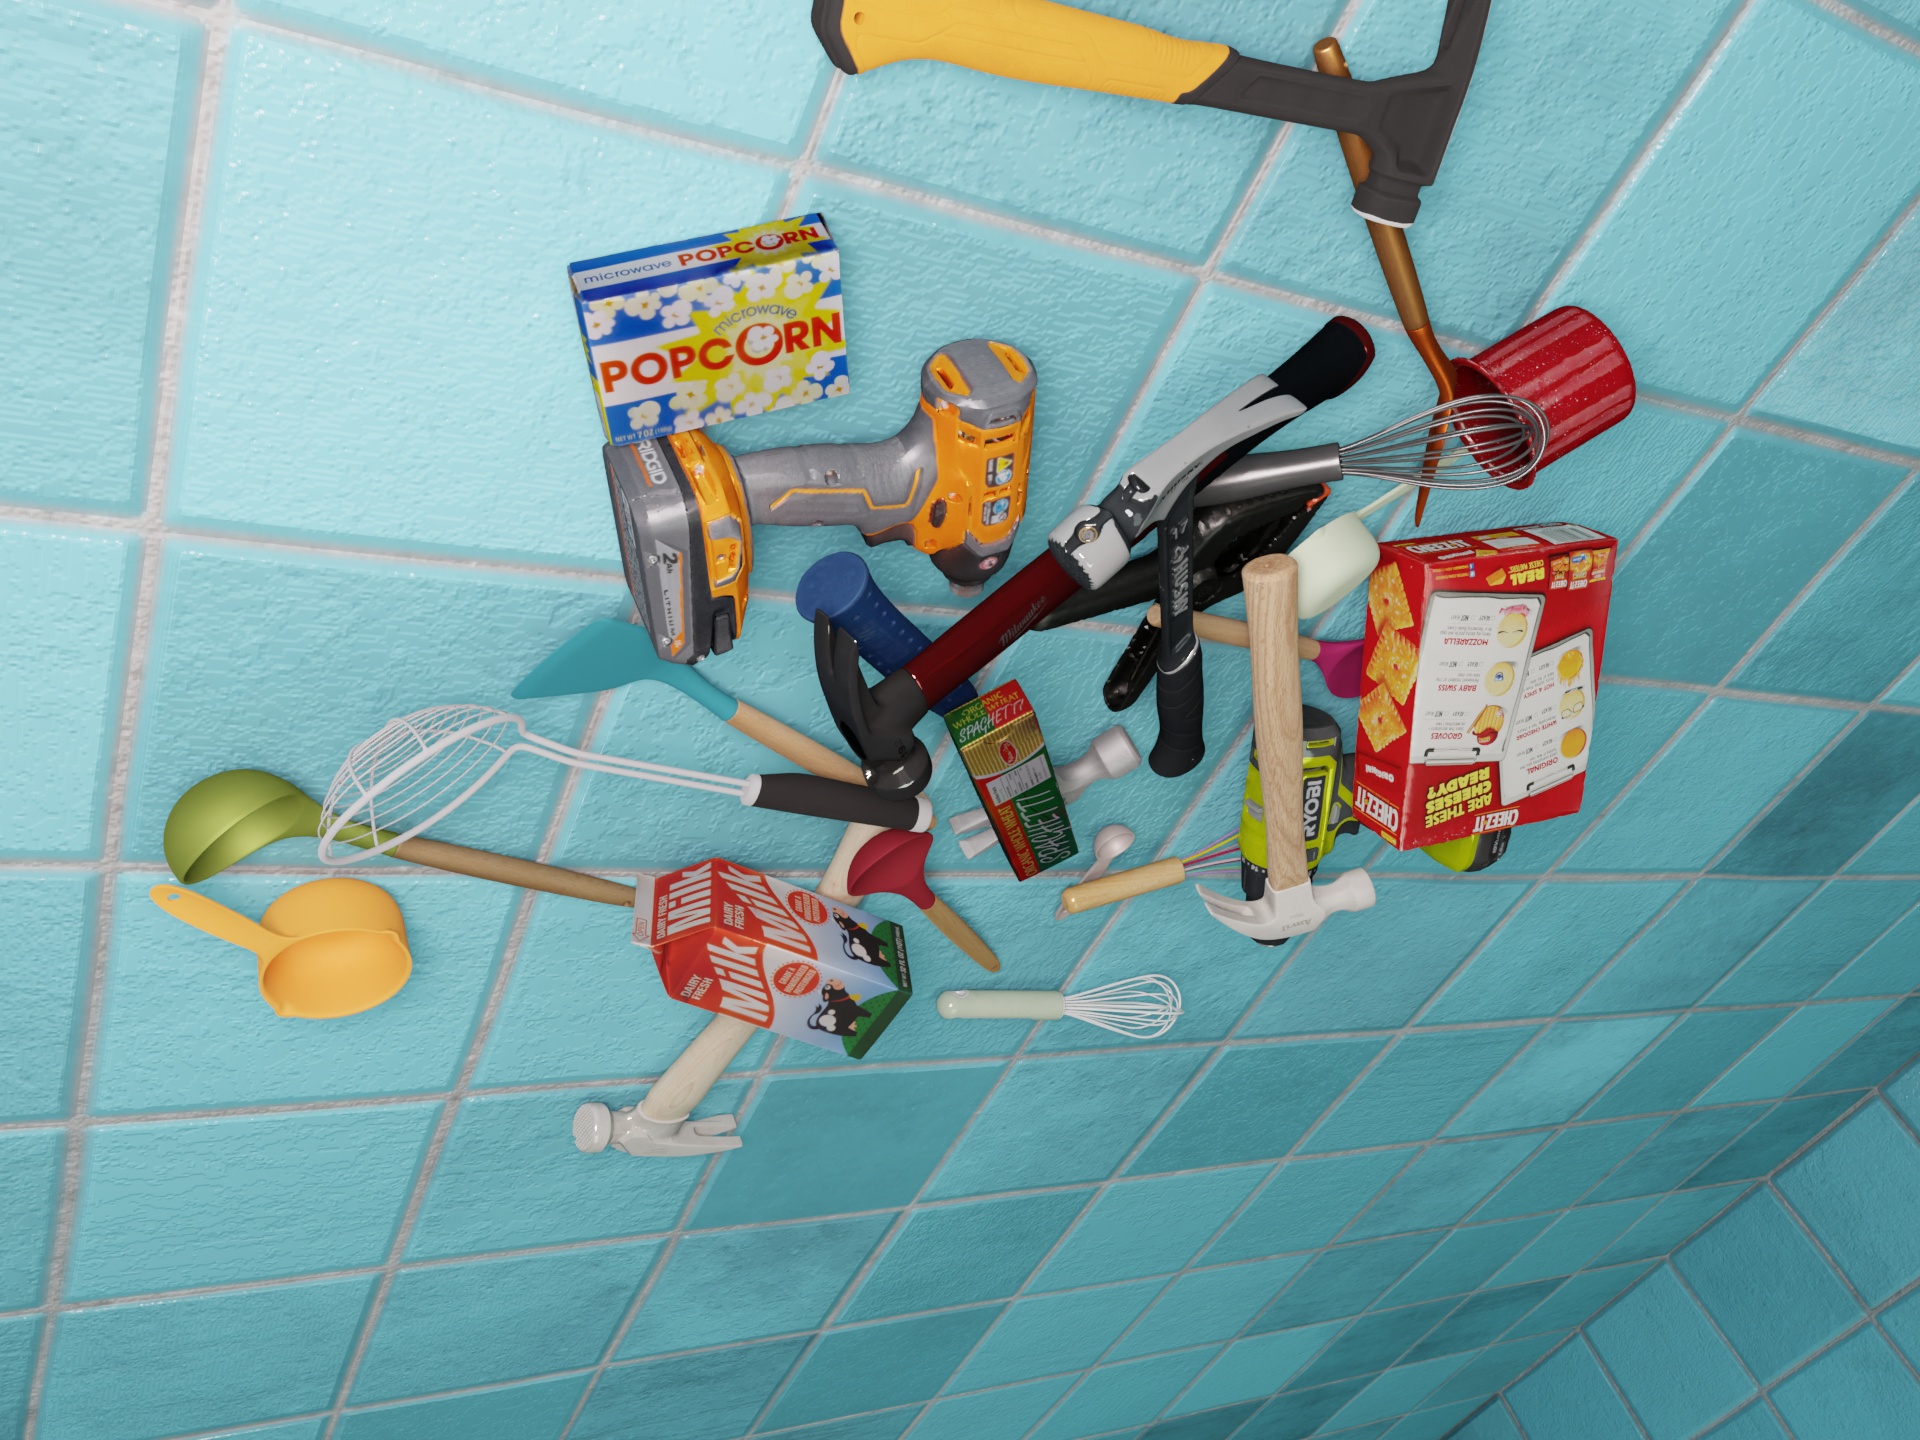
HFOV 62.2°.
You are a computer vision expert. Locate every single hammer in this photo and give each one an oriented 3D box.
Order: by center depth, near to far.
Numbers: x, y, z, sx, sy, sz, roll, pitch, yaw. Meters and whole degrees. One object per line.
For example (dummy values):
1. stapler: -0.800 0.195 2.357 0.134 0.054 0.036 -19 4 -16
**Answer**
1. hammer: 0.095 -0.315 0.746 0.336 0.034 0.127 0 124 -23
2. hammer: 0.084 -0.116 0.870 0.386 0.038 0.143 -39 147 -15
3. hammer: 0.131 -0.053 0.940 0.149 0.036 0.408 -42 159 -9
4. hammer: -0.002 -0.003 0.984 0.144 0.035 0.405 -32 154 9
5. hammer: 0.218 0.030 1.095 0.130 0.031 0.331 -17 128 -6
6. hammer: -0.137 0.199 1.198 0.146 0.038 0.410 13 126 -40

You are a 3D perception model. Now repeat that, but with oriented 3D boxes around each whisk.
1. whisk: 0.225 -0.152 0.945 0.239 0.055 0.055 -6 144 17
2. whisk: 0.195 0.117 1.274 0.245 0.051 0.047 -14 148 -17
3. whisk: 0.089 0.246 1.367 0.246 0.058 0.059 6 97 -28

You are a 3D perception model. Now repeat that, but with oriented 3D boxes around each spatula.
1. spatula: 0.246 -0.245 0.911 0.041 0.081 0.322 -3 142 31
2. spatula: -0.123 0.014 0.979 0.082 0.044 0.317 -35 134 26

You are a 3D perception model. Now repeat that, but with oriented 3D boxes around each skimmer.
1. skimmer: -0.179 0.057 0.928 0.363 0.090 0.127 11 146 -27

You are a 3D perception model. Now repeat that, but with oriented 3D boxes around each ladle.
1. ladle: -0.319 0.091 0.965 0.078 0.062 0.319 -42 141 24
2. ladle: -0.016 0.141 1.174 0.069 0.031 0.315 -35 151 0

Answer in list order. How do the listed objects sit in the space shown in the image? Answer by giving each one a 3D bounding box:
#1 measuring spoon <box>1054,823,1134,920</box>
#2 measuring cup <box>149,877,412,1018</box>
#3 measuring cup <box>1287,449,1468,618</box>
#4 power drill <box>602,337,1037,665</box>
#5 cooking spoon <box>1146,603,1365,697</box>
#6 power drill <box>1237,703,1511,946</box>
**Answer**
1. measuring spoon: 0.100 0.119 1.261 0.034 0.018 0.124 -8 145 -33
2. measuring cup: -0.408 0.118 0.950 0.095 0.052 0.173 -35 138 10
3. measuring cup: 0.278 -0.124 1.052 0.167 0.038 0.083 -34 167 -3
4. power drill: -0.068 -0.108 0.866 0.226 0.084 0.164 -17 142 -16
5. cooking spoon: 0.230 -0.053 1.104 0.318 0.017 0.068 7 132 -46
6. power drill: 0.319 0.075 1.242 0.228 0.080 0.190 -7 114 -23
